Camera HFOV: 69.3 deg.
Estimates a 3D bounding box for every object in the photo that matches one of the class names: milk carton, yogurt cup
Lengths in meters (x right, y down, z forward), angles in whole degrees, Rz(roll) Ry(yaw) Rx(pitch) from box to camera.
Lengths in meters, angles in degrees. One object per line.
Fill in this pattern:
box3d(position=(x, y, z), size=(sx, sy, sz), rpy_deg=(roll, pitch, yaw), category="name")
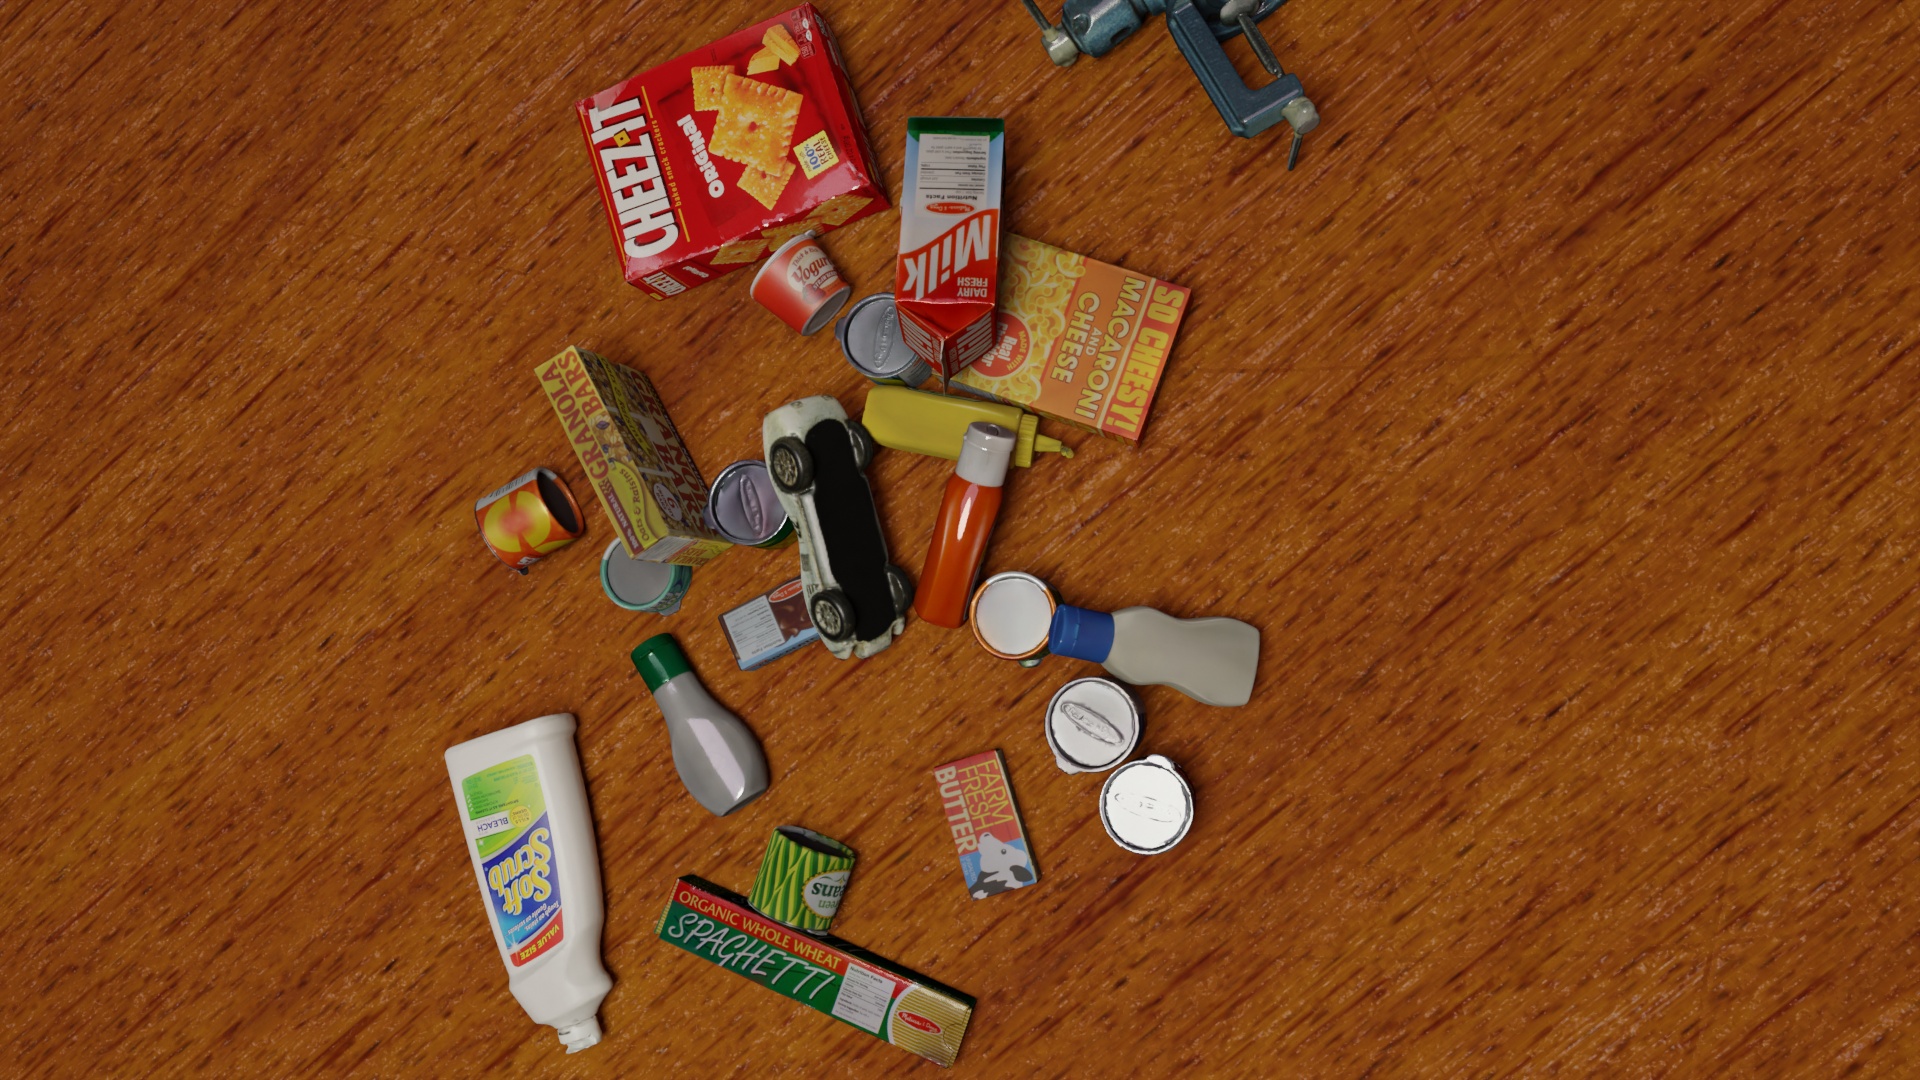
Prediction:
box3d(position=(-0.007, -0.207, 1.013), size=(0.073, 0.072, 0.191), rpy_deg=(2, 74, 3), category="milk carton")
box3d(position=(-0.123, -0.198, 1.091), size=(0.054, 0.072, 0.072), rpy_deg=(45, 94, 4), category="yogurt cup")

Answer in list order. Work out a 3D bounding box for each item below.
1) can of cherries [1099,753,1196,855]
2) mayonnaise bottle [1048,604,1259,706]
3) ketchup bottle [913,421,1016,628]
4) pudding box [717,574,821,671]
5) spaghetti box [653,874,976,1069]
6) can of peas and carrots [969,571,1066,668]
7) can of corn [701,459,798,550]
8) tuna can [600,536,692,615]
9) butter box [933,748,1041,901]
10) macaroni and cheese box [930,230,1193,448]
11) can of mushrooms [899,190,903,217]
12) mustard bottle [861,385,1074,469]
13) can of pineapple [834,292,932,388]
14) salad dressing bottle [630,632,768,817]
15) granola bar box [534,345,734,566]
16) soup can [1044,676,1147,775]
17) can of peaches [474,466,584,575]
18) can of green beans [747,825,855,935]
box3d(position=(0.137, 0.187, 1.000), size=(0.071, 0.058, 0.071), rpy_deg=(-1, 84, 12), category="can of cherries")
box3d(position=(0.138, 0.077, 0.993), size=(0.148, 0.041, 0.065), rpy_deg=(12, 84, -12), category="mayonnaise bottle")
box3d(position=(0.004, -0.013, 1.022), size=(0.043, 0.065, 0.148), rpy_deg=(15, 110, -3), category="ketchup bottle")
box3d(position=(-0.140, 0.064, 1.083), size=(0.083, 0.030, 0.050), rpy_deg=(-26, 79, 8), category="pudding box")
box3d(position=(-0.111, 0.323, 1.051), size=(0.250, 0.028, 0.050), rpy_deg=(20, 89, 13), category="spaghetti box")
box3d(position=(0.044, 0.059, 1.032), size=(0.071, 0.058, 0.071), rpy_deg=(-1, 84, 12), category="can of peas and carrots")
box3d(position=(-0.158, -0.026, 1.081), size=(0.071, 0.058, 0.071), rpy_deg=(-1, 84, 11), category="can of corn")
box3d(position=(-0.250, 0.026, 1.107), size=(0.071, 0.033, 0.071), rpy_deg=(-1, 84, 12), category="tuna can")
box3d(position=(0.020, 0.211, 1.039), size=(0.053, 0.024, 0.103), rpy_deg=(-19, 81, 8), category="butter box")
box3d(position=(0.078, -0.155, 1.057), size=(0.166, 0.040, 0.123), rpy_deg=(20, 88, 13), category="macaroni and cheese box")
box3d(position=(-0.011, -0.261, 1.089), size=(0.071, 0.033, 0.071), rpy_deg=(-1, 84, 12), category="can of mushrooms")
box3d(position=(0.008, -0.083, 1.054), size=(0.160, 0.065, 0.048), rpy_deg=(11, 92, 6), category="mustard bottle")
box3d(position=(-0.055, -0.153, 1.074), size=(0.071, 0.058, 0.071), rpy_deg=(-1, 84, 11), category="can of pineapple")
box3d(position=(-0.205, 0.142, 1.082), size=(0.064, 0.044, 0.148), rpy_deg=(-35, 78, 8), category="salad dressing bottle")
box3d(position=(-0.247, -0.062, 1.069), size=(0.039, 0.124, 0.166), rpy_deg=(-31, 80, 9), category="granola bar box")
box3d(position=(0.097, 0.133, 1.001), size=(0.071, 0.084, 0.071), rpy_deg=(-1, 84, 12), category="soup can")
box3d(position=(-0.344, -0.016, 1.115), size=(0.058, 0.071, 0.071), rpy_deg=(-29, 80, 7), category="can of peaches")
box3d(position=(-0.118, 0.253, 1.041), size=(0.071, 0.071, 0.058), rpy_deg=(20, 88, 13), category="can of green beans")
